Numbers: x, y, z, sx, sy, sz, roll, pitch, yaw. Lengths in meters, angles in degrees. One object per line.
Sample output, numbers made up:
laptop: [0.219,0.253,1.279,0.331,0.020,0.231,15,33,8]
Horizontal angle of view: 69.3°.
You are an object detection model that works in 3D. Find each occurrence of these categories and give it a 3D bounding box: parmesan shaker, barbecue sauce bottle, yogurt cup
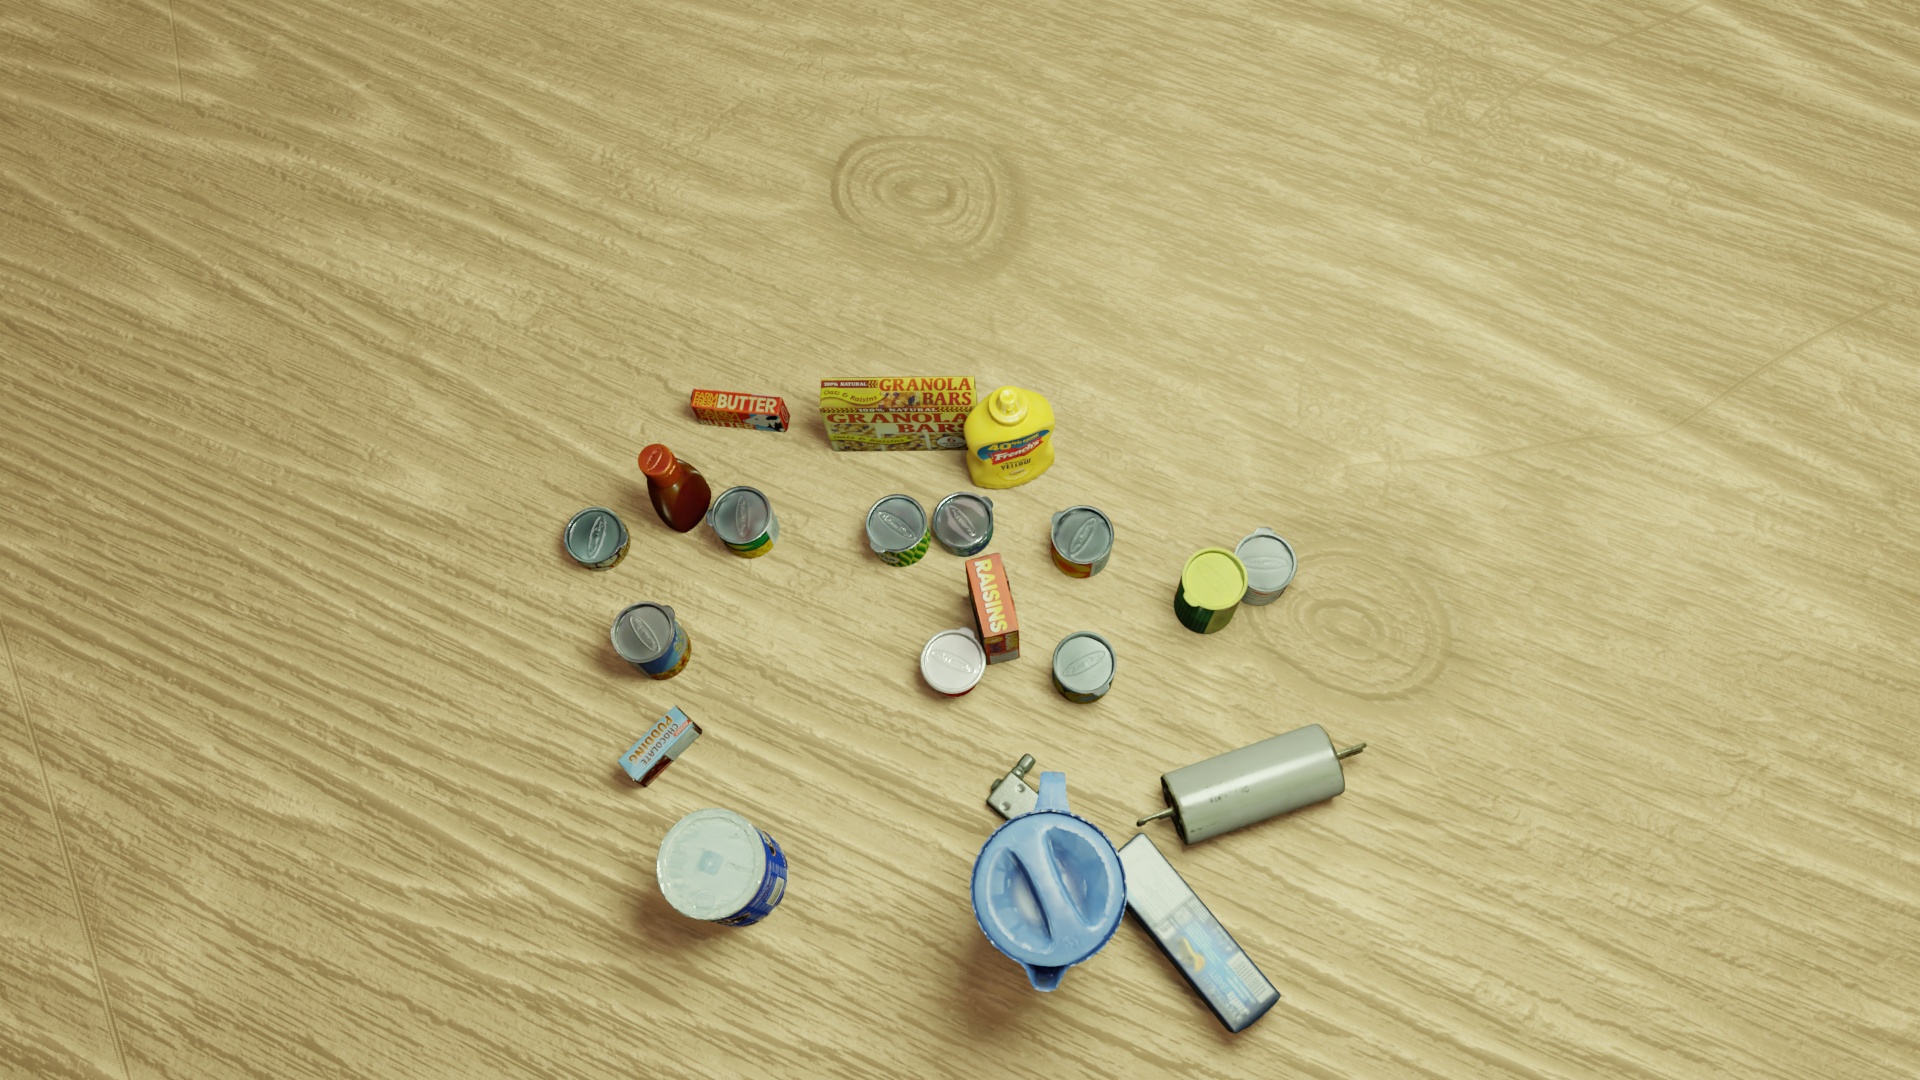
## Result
parmesan shaker: [0.256,0.055,1.445,0.071,0.102,0.071,-1,72,3]
barbecue sauce bottle: [-0.308,-0.060,1.487,0.044,0.148,0.065,26,75,11]
yogurt cup: [-0.007,0.132,1.457,0.072,0.053,0.072,-1,71,3]

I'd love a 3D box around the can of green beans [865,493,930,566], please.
can of green beans: [-0.067,-0.010,1.507,0.071,0.057,0.071,-1,71,3]

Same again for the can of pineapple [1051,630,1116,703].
can of pineapple: [0.129,0.135,1.448,0.071,0.057,0.071,-1,71,3]

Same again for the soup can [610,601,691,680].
soup can: [-0.322,0.105,1.466,0.071,0.083,0.071,-1,71,3]

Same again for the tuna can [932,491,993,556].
tuna can: [0.005,-0.019,1.519,0.071,0.032,0.071,-1,71,2]

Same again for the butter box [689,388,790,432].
butter box: [-0.248,-0.146,1.564,0.103,0.053,0.024,6,72,5]

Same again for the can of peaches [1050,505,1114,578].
can of peaches: [0.129,0.001,1.494,0.071,0.058,0.071,-1,71,3]

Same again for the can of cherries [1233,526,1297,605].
can of cherries: [0.320,0.028,1.475,0.071,0.058,0.071,-1,71,3]

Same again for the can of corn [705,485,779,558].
can of corn: [-0.237,-0.019,1.517,0.071,0.058,0.071,-1,71,3]

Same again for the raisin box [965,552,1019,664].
raisin box: [0.034,0.073,1.439,0.040,0.123,0.086,-13,71,-1]

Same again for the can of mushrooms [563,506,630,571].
can of mushrooms: [-0.398,-0.001,1.532,0.071,0.033,0.071,-1,71,2]

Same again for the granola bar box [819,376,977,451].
granola bar box: [-0.063,-0.138,1.515,0.166,0.124,0.039,0,72,3]

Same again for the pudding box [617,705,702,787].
pudding box: [-0.312,0.215,1.446,0.030,0.049,0.084,42,78,15]
